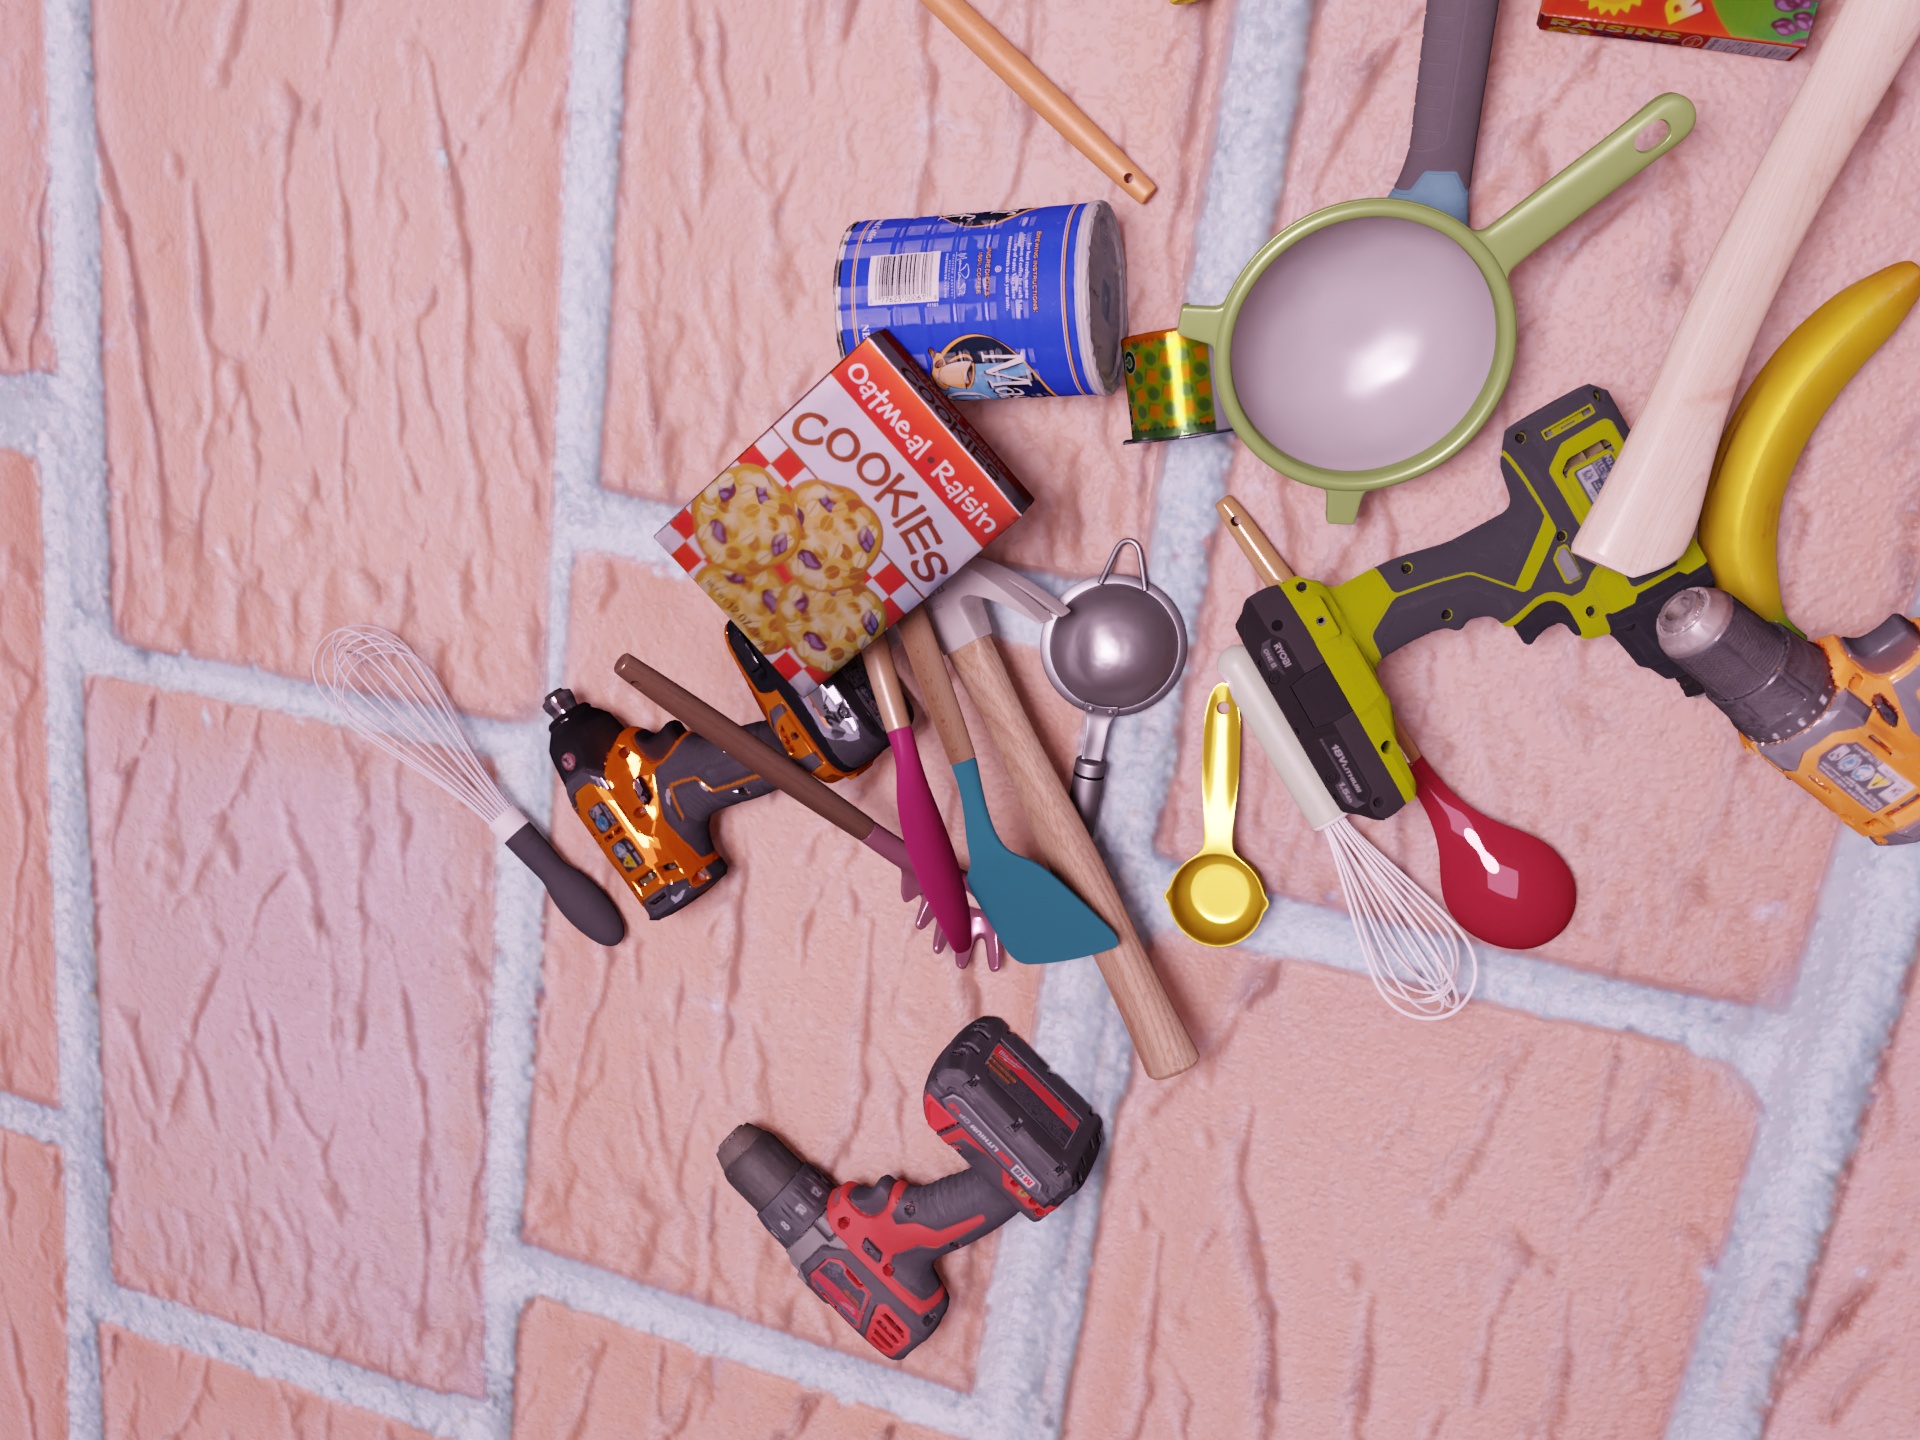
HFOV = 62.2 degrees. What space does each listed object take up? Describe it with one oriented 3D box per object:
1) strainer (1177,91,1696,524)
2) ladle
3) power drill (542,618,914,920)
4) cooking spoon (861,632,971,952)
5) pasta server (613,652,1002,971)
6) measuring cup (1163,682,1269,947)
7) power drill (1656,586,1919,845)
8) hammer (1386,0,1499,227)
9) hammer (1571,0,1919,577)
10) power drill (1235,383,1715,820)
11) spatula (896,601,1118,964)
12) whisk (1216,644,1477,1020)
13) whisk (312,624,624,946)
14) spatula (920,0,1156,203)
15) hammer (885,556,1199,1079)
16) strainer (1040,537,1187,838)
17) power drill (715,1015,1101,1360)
[{"bbox_3d":[0.246,-0.230,0.809,0.256,0.069,0.151,-36,111,21],"label":"strainer"},{"bbox_3d":[0.241,0.002,0.902,0.069,0.031,0.315,-36,89,21],"label":"ladle"},{"bbox_3d":[-0.159,0.008,1.002,0.226,0.084,0.164,-35,91,26],"label":"power drill"},{"bbox_3d":[-0.043,-0.019,0.930,0.017,0.068,0.319,-19,83,16],"label":"cooking spoon"},{"bbox_3d":[-0.076,0.057,0.933,0.060,0.040,0.316,-29,127,35],"label":"pasta server"},{"bbox_3d":[0.156,0.056,0.947,0.062,0.029,0.156,3,92,17],"label":"measuring cup"},{"bbox_3d":[0.466,-0.054,0.748,0.185,0.084,0.226,33,126,-15],"label":"power drill"},{"bbox_3d":[0.242,-0.395,0.744,0.128,0.033,0.330,3,124,6],"label":"hammer"},{"bbox_3d":[0.383,-0.264,0.736,0.146,0.038,0.410,21,102,-8],"label":"hammer"},{"bbox_3d":[0.275,-0.048,0.840,0.223,0.080,0.171,-30,92,10],"label":"power drill"},{"bbox_3d":[-0.001,-0.003,0.924,0.082,0.044,0.317,-20,90,43],"label":"spatula"},{"bbox_3d":[0.218,0.063,0.915,0.059,0.058,0.246,-31,88,1],"label":"whisk"},{"bbox_3d":[-0.329,0.047,1.077,0.070,0.070,0.284,-40,94,22],"label":"whisk"},{"bbox_3d":[-0.014,-0.399,0.876,0.322,0.041,0.081,44,111,2],"label":"spatula"},{"bbox_3d":[0.057,0.057,0.936,0.130,0.031,0.331,-26,90,41],"label":"hammer"},{"bbox_3d":[0.080,0.021,0.951,0.087,0.050,0.258,9,110,0],"label":"strainer"},{"bbox_3d":[-0.040,0.292,1.037,0.188,0.080,0.226,44,115,4],"label":"power drill"}]
